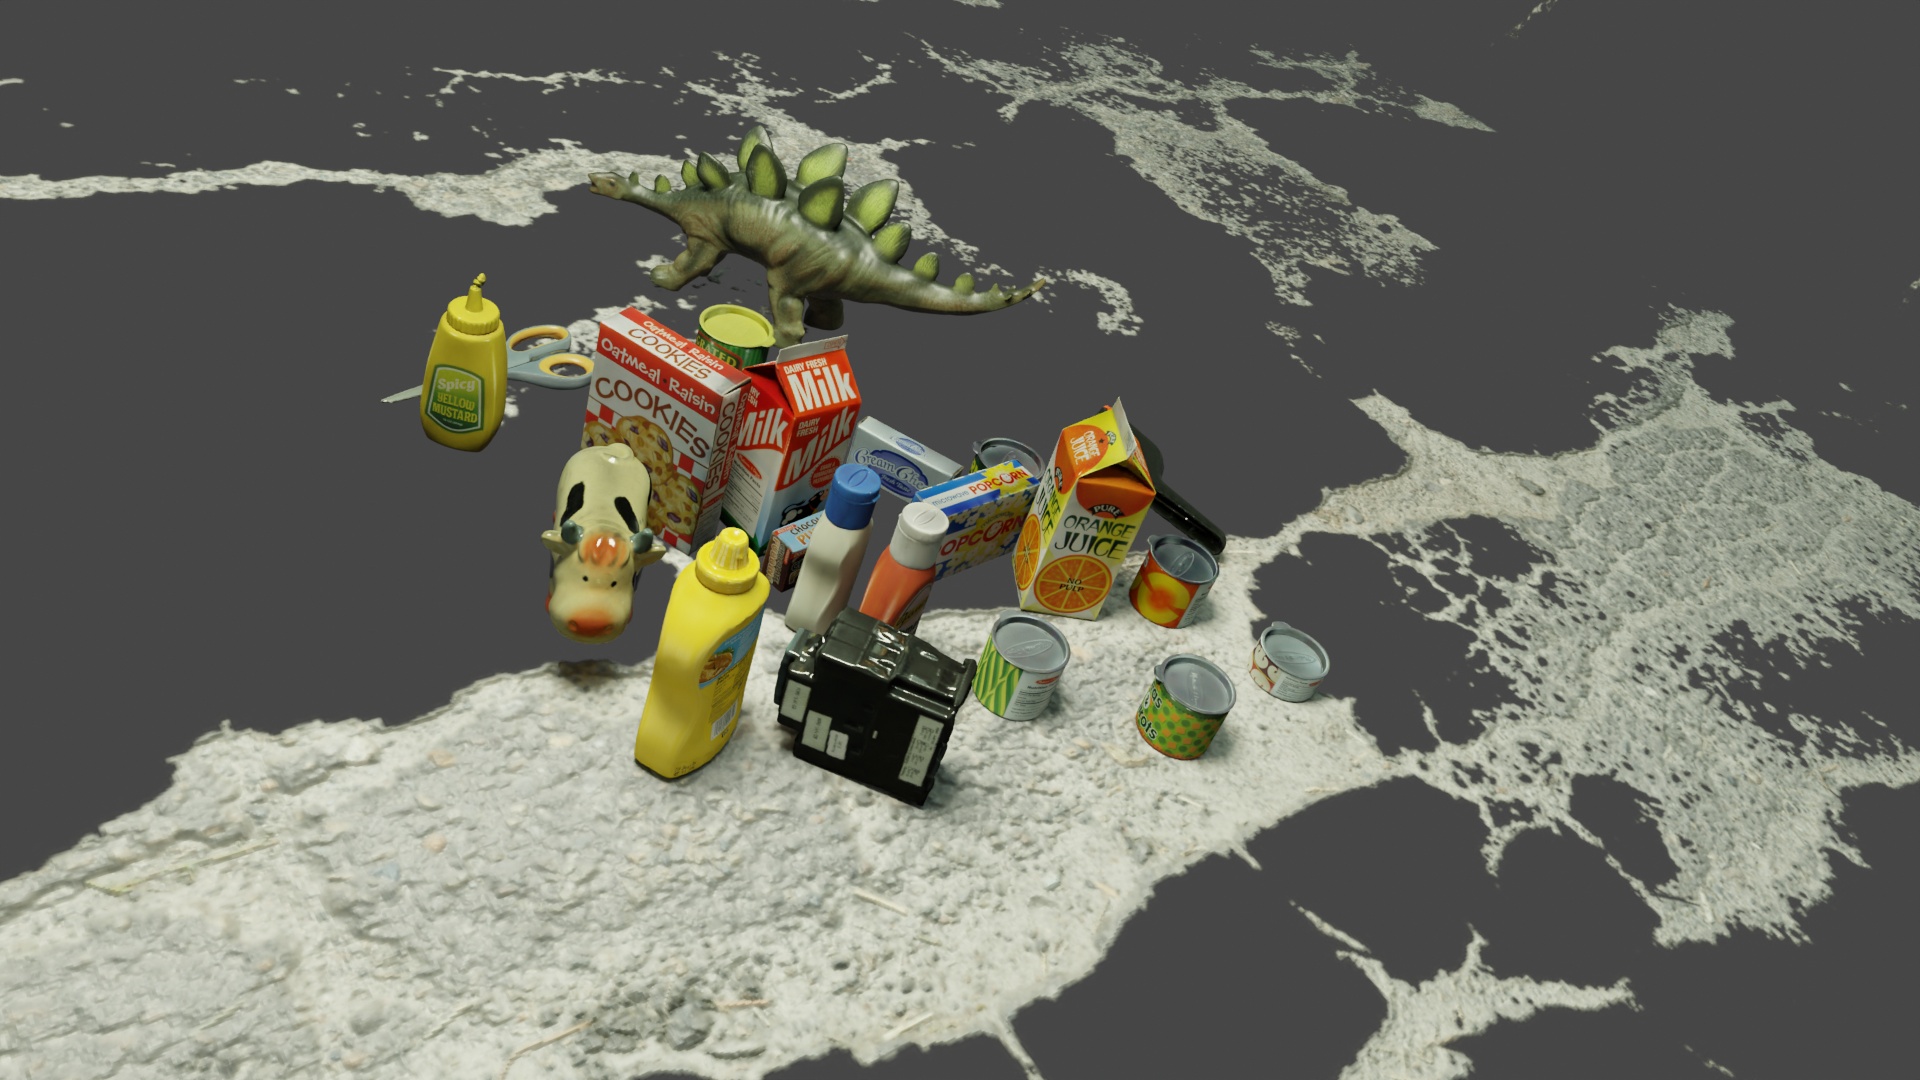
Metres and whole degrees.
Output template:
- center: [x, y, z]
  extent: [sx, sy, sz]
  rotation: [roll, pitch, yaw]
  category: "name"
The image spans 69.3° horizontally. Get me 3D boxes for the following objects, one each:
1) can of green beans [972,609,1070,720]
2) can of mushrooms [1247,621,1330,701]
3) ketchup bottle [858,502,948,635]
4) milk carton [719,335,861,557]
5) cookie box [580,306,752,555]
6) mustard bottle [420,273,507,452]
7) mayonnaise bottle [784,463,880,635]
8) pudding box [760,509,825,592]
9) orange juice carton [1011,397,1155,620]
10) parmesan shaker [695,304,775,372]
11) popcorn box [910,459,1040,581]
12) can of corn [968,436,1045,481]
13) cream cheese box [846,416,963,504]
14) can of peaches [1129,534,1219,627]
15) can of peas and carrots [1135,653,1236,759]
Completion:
- center: [0.048, 0.101, 1.113]
  extent: [0.071, 0.057, 0.071]
  rotation: [13, 38, -10]
  category: "can of green beans"
- center: [0.291, 0.108, 1.238]
  extent: [0.071, 0.033, 0.071]
  rotation: [13, 38, -10]
  category: "can of mushrooms"
- center: [-0.047, 0.037, 1.073]
  extent: [0.043, 0.148, 0.065]
  rotation: [34, 39, 17]
  category: "ketchup bottle"
- center: [-0.142, -0.085, 1.146]
  extent: [0.072, 0.189, 0.073]
  rotation: [-21, 53, -41]
  category: "milk carton"
- center: [-0.242, -0.087, 1.120]
  extent: [0.123, 0.166, 0.040]
  rotation: [31, 38, 13]
  category: "cookie box"
- center: [-0.400, -0.147, 1.126]
  extent: [0.065, 0.159, 0.049]
  rotation: [15, 37, -8]
  category: "mustard bottle"
- center: [-0.097, 0.007, 1.087]
  extent: [0.041, 0.147, 0.065]
  rotation: [28, 38, 10]
  category: "mayonnaise bottle"
- center: [-0.123, 0.005, 1.159]
  extent: [0.030, 0.049, 0.084]
  rotation: [41, 41, 24]
  category: "pudding box"
- center: [0.109, -0.027, 1.189]
  extent: [0.073, 0.191, 0.072]
  rotation: [9, 38, -15]
  category: "orange juice carton"
- center: [-0.212, -0.153, 1.269]
  extent: [0.071, 0.102, 0.072]
  rotation: [13, 38, -10]
  category: "parmesan shaker"
- center: [0.004, -0.015, 1.214]
  extent: [0.127, 0.084, 0.038]
  rotation: [-20, 53, -41]
  category: "popcorn box"
- center: [0.037, -0.055, 1.301]
  extent: [0.071, 0.058, 0.071]
  rotation: [13, 38, -10]
  category: "can of corn"
- center: [-0.053, -0.067, 1.278]
  extent: [0.104, 0.053, 0.024]
  rotation: [29, 38, 11]
  category: "cream cheese box"
- center: [0.191, 0.036, 1.260]
  extent: [0.071, 0.057, 0.071]
  rotation: [13, 38, -10]
  category: "can of peaches"
- center: [0.181, 0.135, 1.132]
  extent: [0.071, 0.058, 0.071]
  rotation: [13, 38, -10]
  category: "can of peas and carrots"
